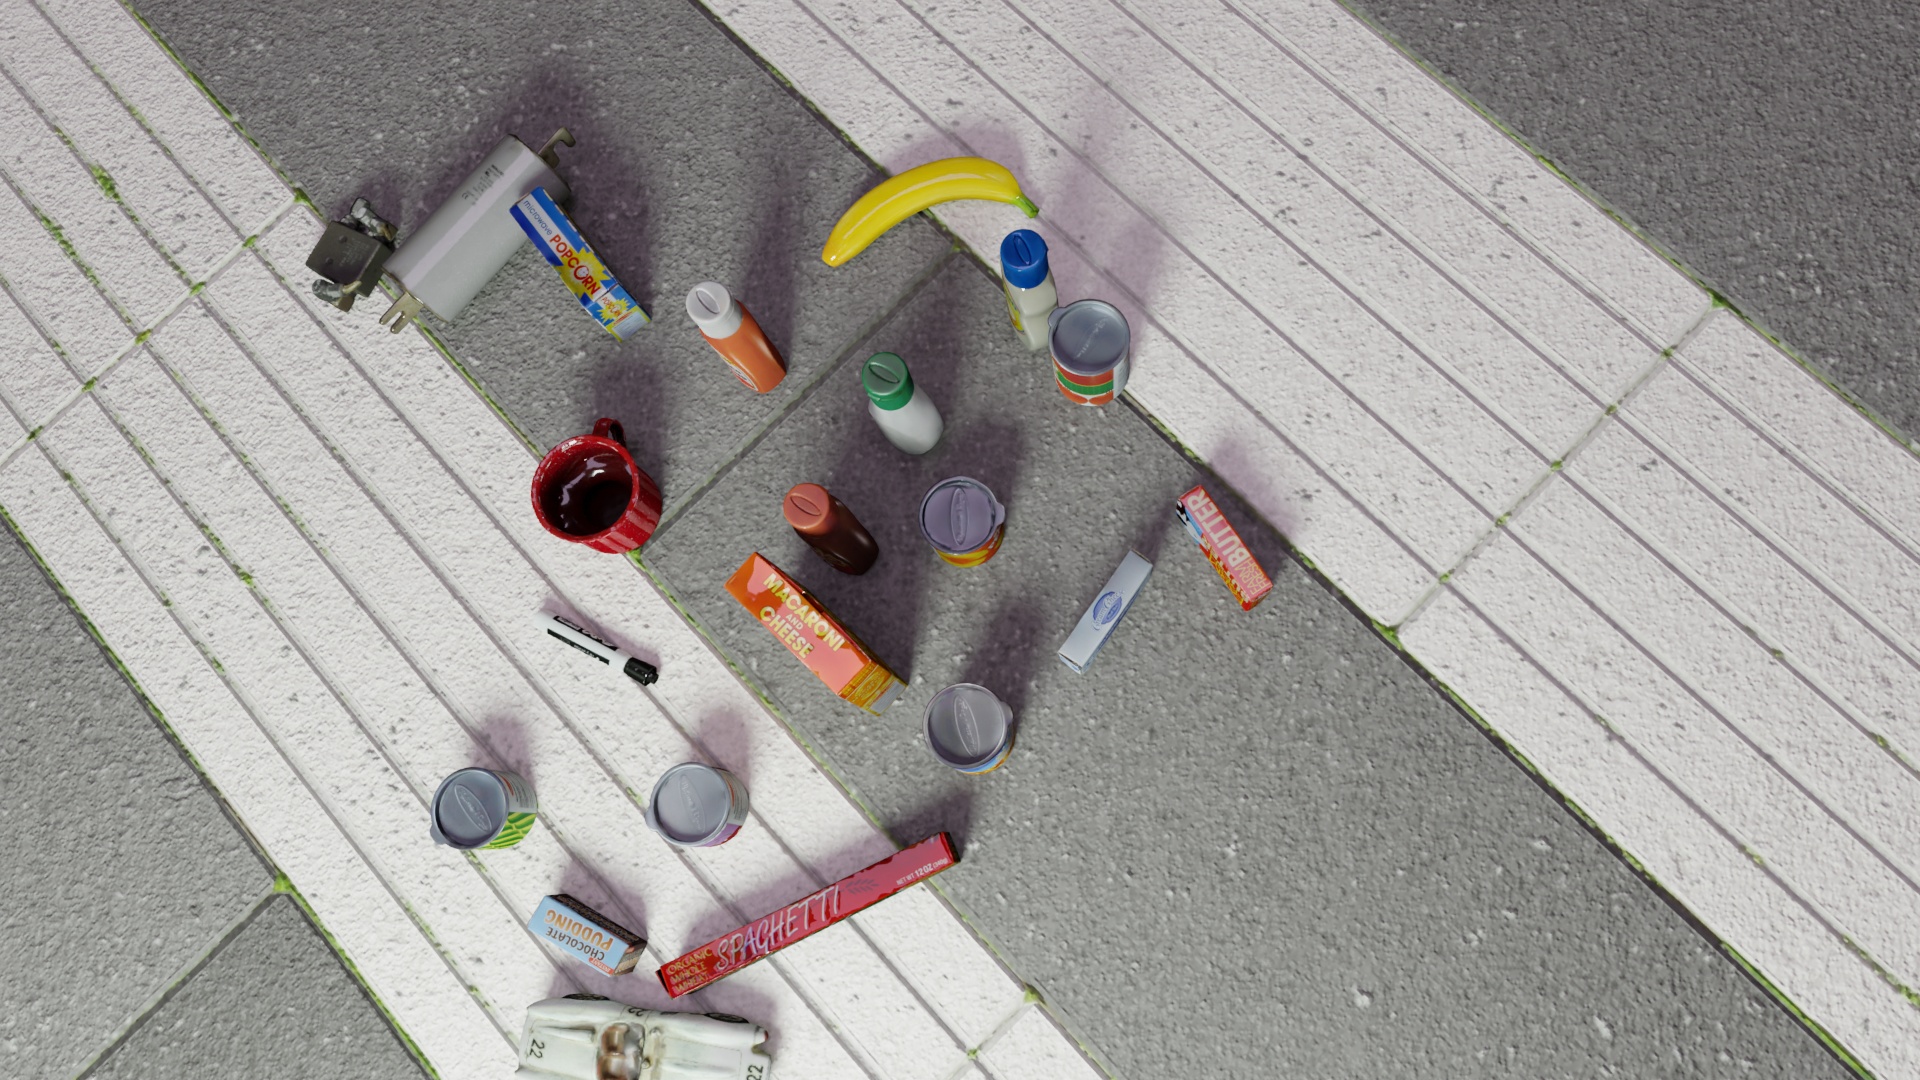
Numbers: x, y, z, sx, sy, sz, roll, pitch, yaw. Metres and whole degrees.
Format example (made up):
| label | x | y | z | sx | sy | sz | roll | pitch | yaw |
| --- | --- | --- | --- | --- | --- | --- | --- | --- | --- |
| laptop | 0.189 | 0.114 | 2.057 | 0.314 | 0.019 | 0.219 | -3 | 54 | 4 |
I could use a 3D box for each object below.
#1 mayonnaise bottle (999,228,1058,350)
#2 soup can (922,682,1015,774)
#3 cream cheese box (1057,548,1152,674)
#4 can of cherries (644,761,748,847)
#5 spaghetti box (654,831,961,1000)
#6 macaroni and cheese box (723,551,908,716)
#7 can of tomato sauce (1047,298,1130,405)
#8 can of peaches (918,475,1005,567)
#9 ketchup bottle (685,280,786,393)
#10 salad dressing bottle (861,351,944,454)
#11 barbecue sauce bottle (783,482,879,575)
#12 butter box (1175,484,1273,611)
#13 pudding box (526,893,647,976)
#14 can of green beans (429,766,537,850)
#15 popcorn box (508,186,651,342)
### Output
| label | x | y | z | sx | sy | sz | roll | pitch | yaw |
| --- | --- | --- | --- | --- | --- | --- | --- | --- | --- |
| mayonnaise bottle | 0.056 | -0.210 | 1.146 | 0.041 | 0.148 | 0.065 | -23 | 76 | 1 |
| soup can | 0.011 | 0.150 | 1.100 | 0.071 | 0.083 | 0.071 | -1 | 77 | 7 |
| cream cheese box | 0.118 | 0.059 | 1.124 | 0.024 | 0.053 | 0.104 | 34 | 83 | 13 |
| can of cherries | -0.213 | 0.215 | 1.124 | 0.071 | 0.058 | 0.071 | -1 | 77 | 6 |
| spaghetti box | -0.118 | 0.296 | 1.098 | 0.250 | 0.050 | 0.029 | -26 | 76 | 0 |
| macaroni and cheese box | -0.109 | 0.076 | 1.089 | 0.124 | 0.166 | 0.040 | 42 | 85 | 14 |
| can of tomato sauce | 0.107 | -0.156 | 1.161 | 0.071 | 0.083 | 0.071 | -1 | 77 | 7 |
| can of peaches | 0.004 | -0.014 | 1.153 | 0.071 | 0.058 | 0.071 | -1 | 77 | 6 |
| ketchup bottle | -0.190 | -0.174 | 1.166 | 0.043 | 0.148 | 0.065 | -43 | 76 | -4 |
| salad dressing bottle | -0.050 | -0.112 | 1.136 | 0.064 | 0.147 | 0.044 | 31 | 83 | 12 |
| barbecue sauce bottle | -0.108 | -0.011 | 1.118 | 0.065 | 0.148 | 0.044 | 33 | 83 | 13 |
| butter box | 0.213 | 0.007 | 1.126 | 0.024 | 0.053 | 0.103 | -33 | 75 | -1 |
| pudding box | -0.299 | 0.316 | 1.115 | 0.084 | 0.049 | 0.030 | 26 | 82 | 12 |
| can of green beans | -0.391 | 0.221 | 1.144 | 0.071 | 0.057 | 0.071 | -1 | 77 | 6 |
| popcorn box | -0.337 | -0.244 | 1.233 | 0.038 | 0.085 | 0.127 | -39 | 76 | -3 |
